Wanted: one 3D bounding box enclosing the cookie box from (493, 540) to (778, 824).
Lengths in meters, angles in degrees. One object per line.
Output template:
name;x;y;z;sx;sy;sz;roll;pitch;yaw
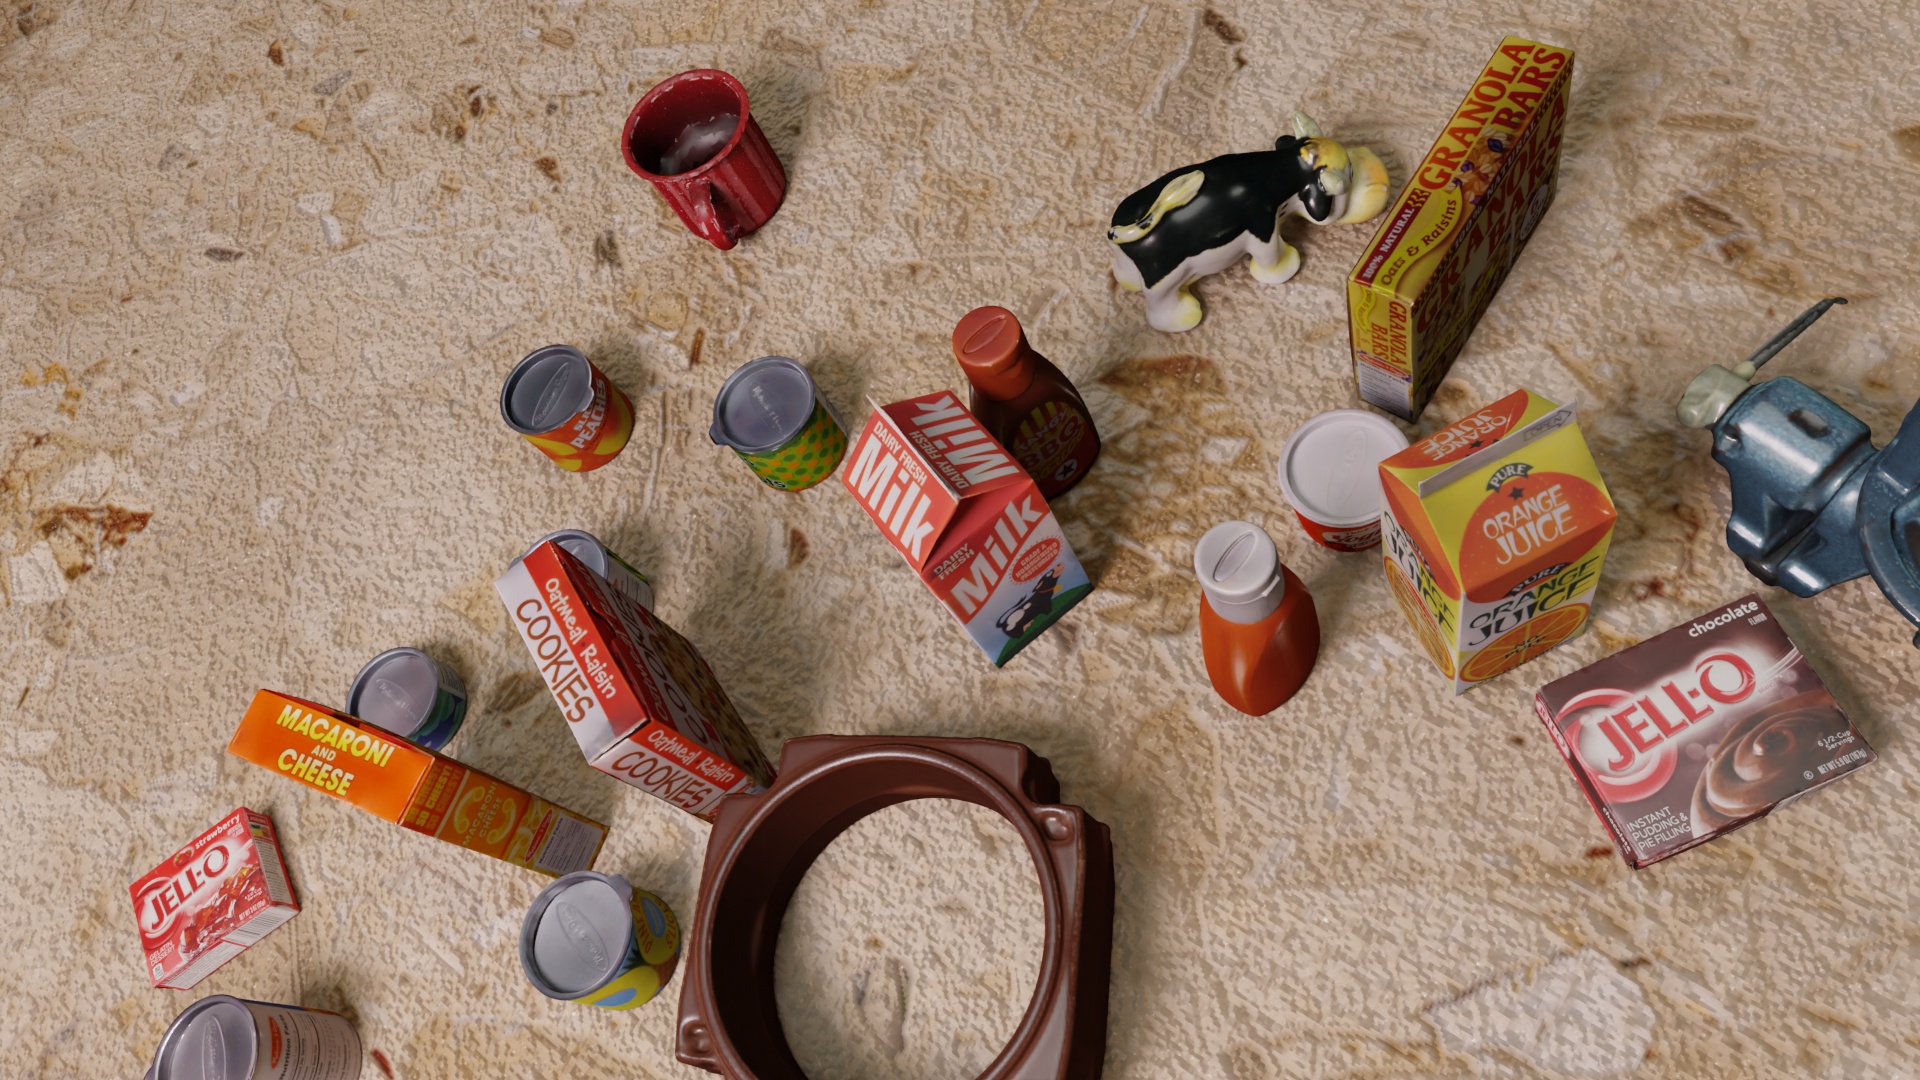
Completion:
cookie box;-0.164;0.083;0.739;0.040;0.167;0.123;-38;61;-1

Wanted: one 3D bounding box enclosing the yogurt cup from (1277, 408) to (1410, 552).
yogurt cup;0.205;-0.029;0.736;0.072;0.053;0.072;-7;64;15

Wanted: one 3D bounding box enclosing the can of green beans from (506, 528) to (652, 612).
can of green beans;-0.230;0.034;0.846;0.071;0.057;0.071;-7;64;15

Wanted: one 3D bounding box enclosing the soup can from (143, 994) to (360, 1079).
soup can;-0.386;0.289;0.763;0.071;0.083;0.071;-7;64;15

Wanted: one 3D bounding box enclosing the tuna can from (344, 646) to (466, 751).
tuna can;-0.347;0.104;0.865;0.071;0.032;0.071;-7;64;15

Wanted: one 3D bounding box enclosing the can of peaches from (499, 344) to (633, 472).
can of peaches;-0.255;-0.085;0.909;0.071;0.058;0.071;-7;64;15

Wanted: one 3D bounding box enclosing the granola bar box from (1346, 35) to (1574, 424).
granola bar box;0.264;-0.162;0.739;0.039;0.124;0.166;29;78;27

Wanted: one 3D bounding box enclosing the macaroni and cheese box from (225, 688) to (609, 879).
macaroni and cheese box;-0.288;0.136;0.755;0.124;0.166;0.040;15;72;23

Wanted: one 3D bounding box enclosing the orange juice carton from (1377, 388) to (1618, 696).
orange juice carton;0.240;-0.001;0.632;0.072;0.192;0.073;-27;61;5

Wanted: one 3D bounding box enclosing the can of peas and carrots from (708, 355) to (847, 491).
can of peas and carrots;-0.112;-0.069;0.855;0.071;0.058;0.071;-7;64;15

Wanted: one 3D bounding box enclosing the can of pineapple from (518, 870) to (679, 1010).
can of pineapple;-0.191;0.216;0.749;0.071;0.057;0.071;-7;64;15

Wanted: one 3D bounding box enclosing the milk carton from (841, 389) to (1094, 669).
milk carton;0.003;-0.009;0.714;0.073;0.190;0.072;-40;61;-2

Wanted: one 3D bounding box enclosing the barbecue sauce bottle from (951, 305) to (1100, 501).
barbecue sauce bottle;0.033;-0.074;0.759;0.065;0.148;0.044;-40;61;-2

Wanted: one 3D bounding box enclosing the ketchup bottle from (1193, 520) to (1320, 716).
ketchup bottle;0.142;0.036;0.672;0.043;0.148;0.065;34;80;28
